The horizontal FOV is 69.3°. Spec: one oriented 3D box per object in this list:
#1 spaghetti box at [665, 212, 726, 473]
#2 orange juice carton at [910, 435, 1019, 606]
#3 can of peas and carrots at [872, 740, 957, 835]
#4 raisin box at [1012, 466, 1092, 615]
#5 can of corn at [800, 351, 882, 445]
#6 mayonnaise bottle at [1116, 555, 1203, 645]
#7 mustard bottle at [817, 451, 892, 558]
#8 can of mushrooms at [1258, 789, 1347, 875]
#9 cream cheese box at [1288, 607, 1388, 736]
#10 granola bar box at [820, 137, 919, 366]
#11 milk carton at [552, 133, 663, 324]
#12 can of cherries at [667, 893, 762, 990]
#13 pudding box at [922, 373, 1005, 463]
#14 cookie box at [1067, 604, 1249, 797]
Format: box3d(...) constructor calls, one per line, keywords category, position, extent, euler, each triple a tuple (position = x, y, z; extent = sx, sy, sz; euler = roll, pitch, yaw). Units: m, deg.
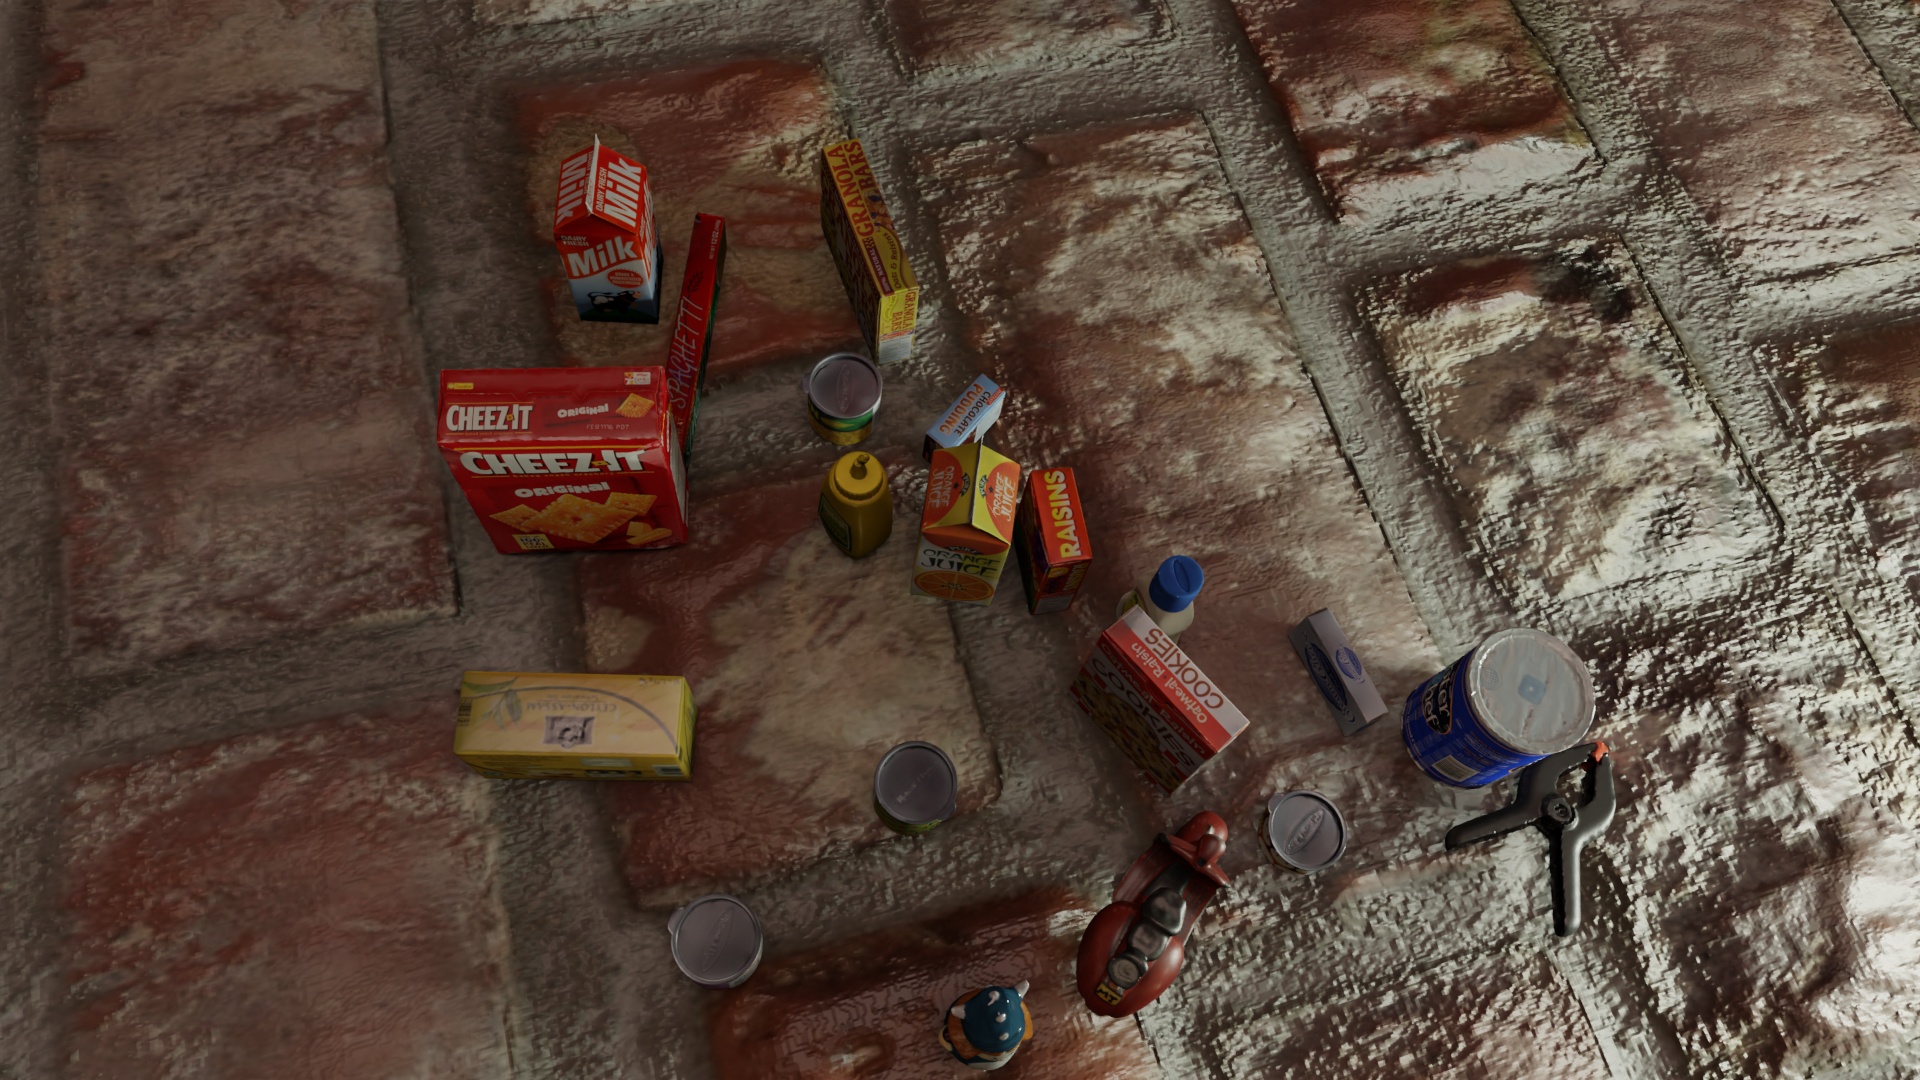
box3d(category="spaghetti box", position=(-0.244, -0.178, 1.255), extent=(0.029, 0.050, 0.251), euler=(6, 67, -3))
box3d(category="orange juice carton", position=(0.004, -0.014, 1.136), extent=(0.073, 0.192, 0.072), euler=(9, 67, -2))
box3d(category="can of peas and carrots", position=(-0.035, 0.201, 1.115), extent=(0.071, 0.058, 0.071), euler=(2, 68, -5))
box3d(category="raisin box", position=(0.075, 0.002, 1.174), extent=(0.040, 0.123, 0.086), euler=(-7, 69, -8))
box3d(category="can of corn", position=(-0.107, -0.126, 1.244), extent=(0.071, 0.058, 0.071), euler=(2, 68, -5))
box3d(category="mayonnaise bottle", position=(0.165, 0.054, 1.148), extent=(0.041, 0.147, 0.065), euler=(-14, 70, -11))
box3d(category="mustard bottle", position=(-0.087, -0.037, 1.153), extent=(0.049, 0.159, 0.065), euler=(-36, 76, -18))
box3d(category="can of mushrooms", position=(0.280, 0.239, 1.145), extent=(0.071, 0.033, 0.071), euler=(2, 68, -5))
box3d(category="cream cheese box", position=(0.323, 0.113, 1.191), extent=(0.024, 0.053, 0.104), euler=(-22, 71, -14))
box3d(category="granola bar box", position=(-0.086, -0.260, 1.265), extent=(0.039, 0.123, 0.166), euler=(-17, 70, -12))
box3d(category="milk carton", position=(-0.307, -0.267, 1.210), extent=(0.073, 0.189, 0.072), euler=(2, 68, -5))
box3d(category="can of cherries", position=(-0.186, 0.304, 1.057), extent=(0.071, 0.058, 0.072), euler=(2, 68, -5))
box3d(category="pudding box", position=(0.003, -0.105, 1.251), extent=(0.030, 0.049, 0.084), euler=(38, 69, 10))
box3d(category="cookie box", position=(0.152, 0.132, 1.104), extent=(0.040, 0.166, 0.123), euler=(-39, 77, -18))
